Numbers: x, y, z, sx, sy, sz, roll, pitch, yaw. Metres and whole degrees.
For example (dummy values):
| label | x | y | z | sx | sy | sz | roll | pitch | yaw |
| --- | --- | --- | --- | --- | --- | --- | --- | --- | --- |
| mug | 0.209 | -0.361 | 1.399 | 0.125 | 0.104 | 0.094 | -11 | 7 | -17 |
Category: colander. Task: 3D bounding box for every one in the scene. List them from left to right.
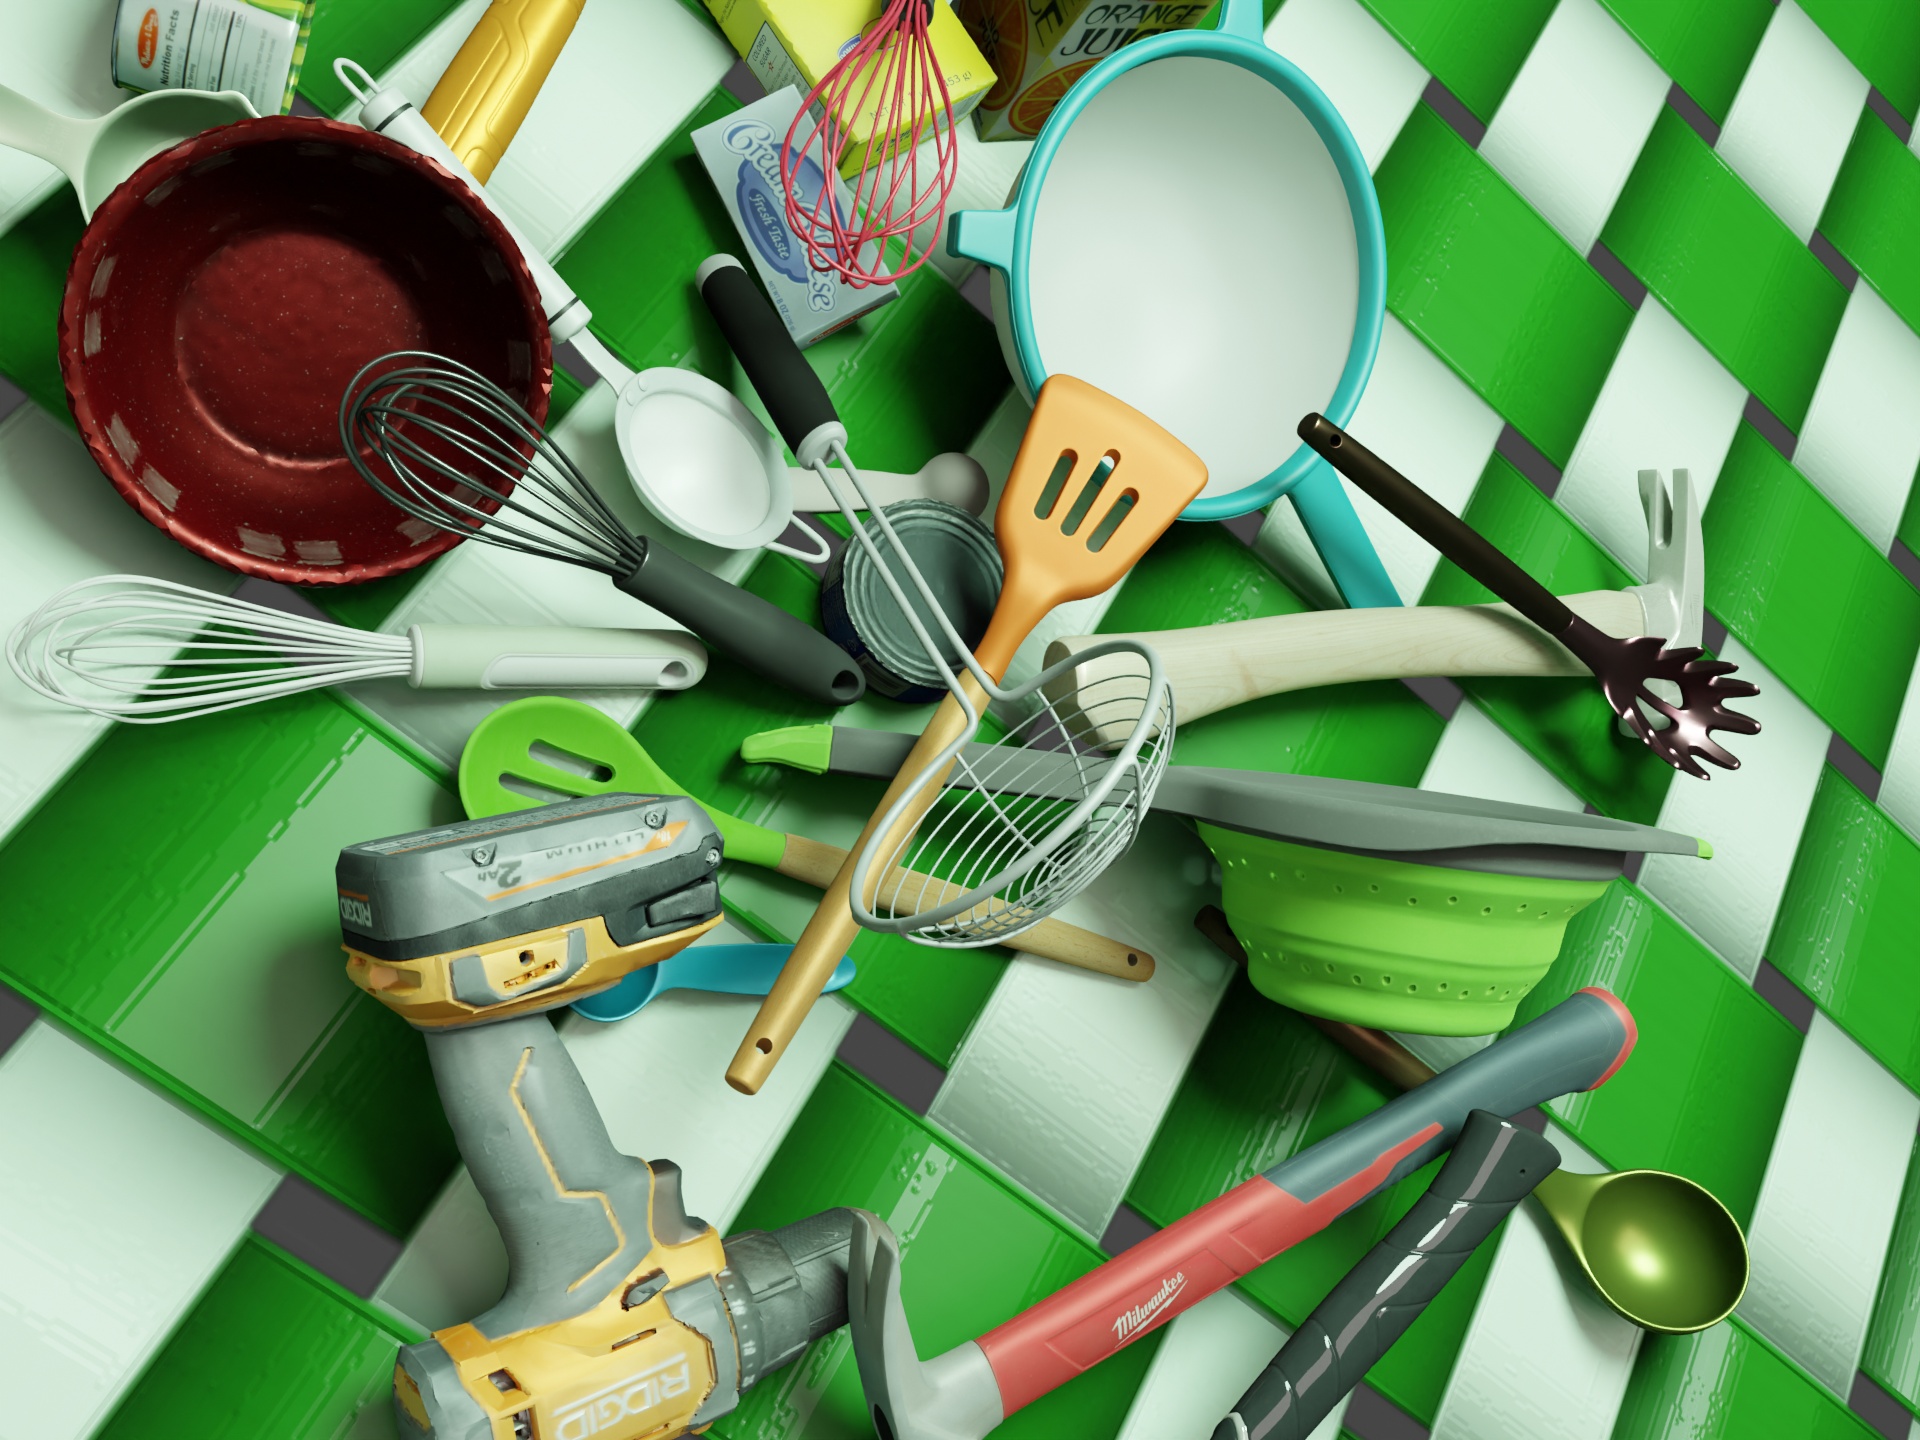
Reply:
| label | x | y | z | sx | sy | sz | roll | pitch | yaw |
| --- | --- | --- | --- | --- | --- | --- | --- | --- | --- |
| colander | 0.102 | 0.068 | 0.669 | 0.397 | 0.204 | 0.094 | 7 | 92 | -6 |

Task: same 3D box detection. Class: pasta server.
| label | x | y | z | sx | sy | sz | roll | pitch | yaw |
| --- | --- | --- | --- | --- | --- | --- | --- | --- | --- |
| pasta server | 0.277 | -0.059 | 0.764 | 0.316 | 0.040 | 0.060 | 30 | 90 | -27 |

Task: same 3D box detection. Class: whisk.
| label | x | y | z | sx | sy | sz | roll | pitch | yaw |
| --- | --- | --- | --- | --- | --- | --- | --- | --- | --- |
| whisk | -0.210 | -0.023 | 0.588 | 0.246 | 0.057 | 0.059 | -1 | 43 | -30 |
| whisk | -0.123 | -0.063 | 0.604 | 0.238 | 0.055 | 0.055 | 32 | 63 | -38 |
| whisk | -0.025 | -0.294 | 0.687 | 0.073 | 0.073 | 0.296 | 22 | 56 | -20 |

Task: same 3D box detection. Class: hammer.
| label | x | y | z | sx | sy | sz | roll | pitch | yaw |
| --- | --- | --- | --- | --- | --- | --- | --- | --- | --- |
| hammer | -0.161 | -0.304 | 0.662 | 0.127 | 0.034 | 0.337 | 28 | 75 | -9 |
| hammer | 0.096 | 0.300 | 0.609 | 0.409 | 0.036 | 0.149 | -40 | 107 | -18 |
| hammer | 0.134 | 0.186 | 0.656 | 0.386 | 0.038 | 0.143 | -21 | 112 | -24 |
| hammer | 0.219 | -0.047 | 0.773 | 0.410 | 0.038 | 0.146 | -6 | 98 | -30 |

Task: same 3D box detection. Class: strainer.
| label | x | y | z | sx | sy | sz | roll | pitch | yaw |
| --- | --- | --- | --- | --- | --- | --- | --- | --- | --- |
| strainer | -0.151 | -0.151 | 0.630 | 0.258 | 0.050 | 0.087 | 50 | 38 | -20 |
| strainer | 0.124 | -0.156 | 0.771 | 0.211 | 0.095 | 0.340 | -45 | 119 | -16 |

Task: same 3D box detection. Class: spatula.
| label | x | y | z | sx | sy | sz | roll | pitch | yaw |
| --- | --- | --- | --- | --- | --- | --- | --- | --- | --- |
| spatula | -0.001 | -0.002 | 0.601 | 0.081 | 0.041 | 0.323 | 32 | 59 | -3 |

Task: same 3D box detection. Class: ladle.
| label | x | y | z | sx | sy | sz | roll | pitch | yaw |
| --- | --- | --- | --- | --- | --- | --- | --- | --- | --- |
| ladle | 0.240 | 0.182 | 0.748 | 0.320 | 0.062 | 0.078 | 38 | 63 | -10 |

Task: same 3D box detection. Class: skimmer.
| label | x | y | z | sx | sy | sz | roll | pitch | yaw |
| --- | --- | --- | --- | --- | --- | --- | --- | --- | --- |
| skimmer | -0.041 | -0.074 | 0.577 | 0.090 | 0.127 | 0.364 | 34 | 21 | -55 |

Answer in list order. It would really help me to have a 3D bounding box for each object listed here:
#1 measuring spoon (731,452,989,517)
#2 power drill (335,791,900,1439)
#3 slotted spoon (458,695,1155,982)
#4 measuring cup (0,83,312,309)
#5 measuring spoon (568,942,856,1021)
| label | x | y | z | sx | sy | sz | roll | pitch | yaw |
| --- | --- | --- | --- | --- | --- | --- | --- | --- | --- |
| measuring spoon | -0.040 | -0.105 | 0.707 | 0.124 | 0.018 | 0.034 | -5 | 79 | -26 |
| power drill | -0.113 | 0.141 | 0.558 | 0.185 | 0.084 | 0.226 | -11 | 96 | -35 |
| slotted spoon | -0.052 | 0.063 | 0.653 | 0.313 | 0.031 | 0.070 | 20 | 69 | -22 |
| measuring cup | -0.320 | -0.206 | 0.568 | 0.167 | 0.038 | 0.083 | 20 | 95 | -27 |
| measuring spoon | -0.101 | 0.098 | 0.629 | 0.128 | 0.021 | 0.042 | 8 | 82 | -34 |
